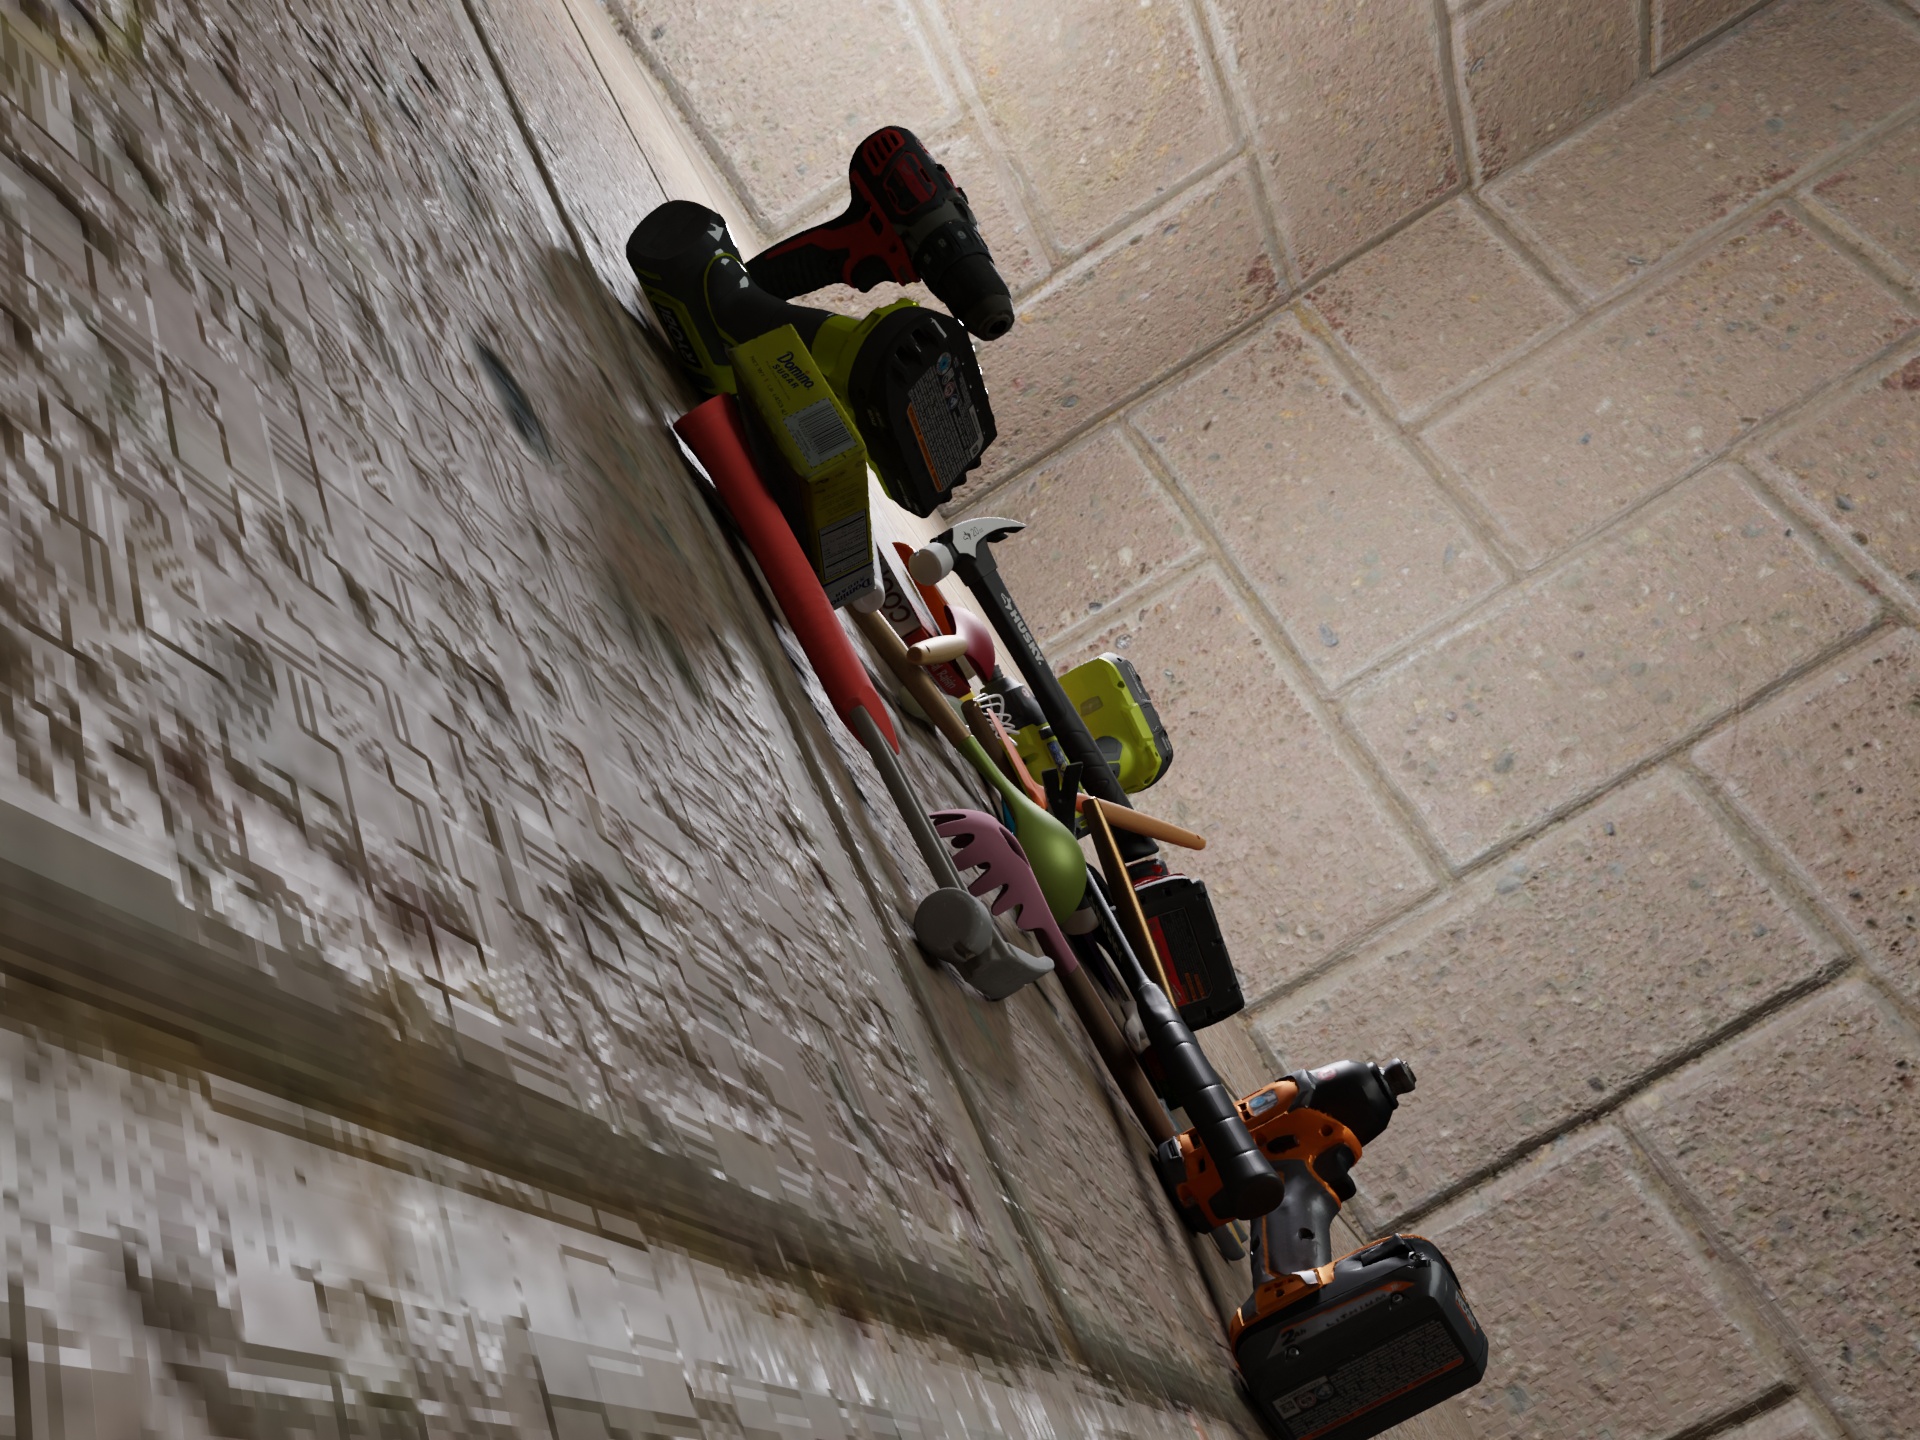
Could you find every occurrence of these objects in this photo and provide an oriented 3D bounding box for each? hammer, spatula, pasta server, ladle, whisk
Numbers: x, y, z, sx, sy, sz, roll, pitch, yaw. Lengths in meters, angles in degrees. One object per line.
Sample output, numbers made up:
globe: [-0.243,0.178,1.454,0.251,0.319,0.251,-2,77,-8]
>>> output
hammer: [0.080,-0.023,1.368,0.334,0.035,0.146,60,36,-7]
hammer: [0.119,0.168,1.023,0.409,0.036,0.149,-117,-165,-63]
spatula: [0.119,0.067,1.296,0.322,0.041,0.081,20,35,-48]
pasta server: [0.069,0.173,0.966,0.316,0.040,0.060,60,4,-25]
hammer: [-0.059,-0.023,0.819,0.359,0.036,0.149,61,6,22]
ladle: [-0.023,0.001,1.062,0.320,0.062,0.078,52,15,10]
spatula: [0.064,0.103,1.234,0.315,0.018,0.060,63,1,-35]
ladle: [-0.007,-0.053,1.124,0.069,0.031,0.315,60,9,0]
whisk: [-0.002,-0.004,1.208,0.058,0.059,0.246,20,-1,16]

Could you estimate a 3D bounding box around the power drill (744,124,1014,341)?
power drill: [-0.084,-0.303,1.142,0.188,0.226,0.080,60,6,24]

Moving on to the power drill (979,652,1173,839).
power drill: [0.101,0.014,1.464,0.223,0.080,0.171,-20,84,-58]

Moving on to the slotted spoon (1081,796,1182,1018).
slotted spoon: [0.149,0.204,1.168,0.070,0.031,0.314,69,2,-80]

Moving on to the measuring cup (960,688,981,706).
measuring cup: [-0.018,-0.051,1.410,0.062,0.029,0.157,55,6,-37]

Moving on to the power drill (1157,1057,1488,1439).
power drill: [0.210,0.282,0.898,0.084,0.164,0.227,57,7,-21]

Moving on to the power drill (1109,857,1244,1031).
power drill: [0.170,0.189,1.303,0.219,0.078,0.143,40,32,-86]

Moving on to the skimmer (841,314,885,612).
skimmer: [-0.075,-0.196,1.149,0.364,0.127,0.090,-104,-155,-58]

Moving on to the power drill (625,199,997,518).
power drill: [-0.093,-0.215,1.002,0.229,0.080,0.190,29,-21,29]

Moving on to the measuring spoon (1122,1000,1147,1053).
measuring spoon: [0.144,0.247,1.276,0.034,0.018,0.124,59,6,3]

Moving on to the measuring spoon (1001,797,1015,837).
measuring spoon: [0.030,0.063,1.310,0.042,0.021,0.129,56,15,-30]
